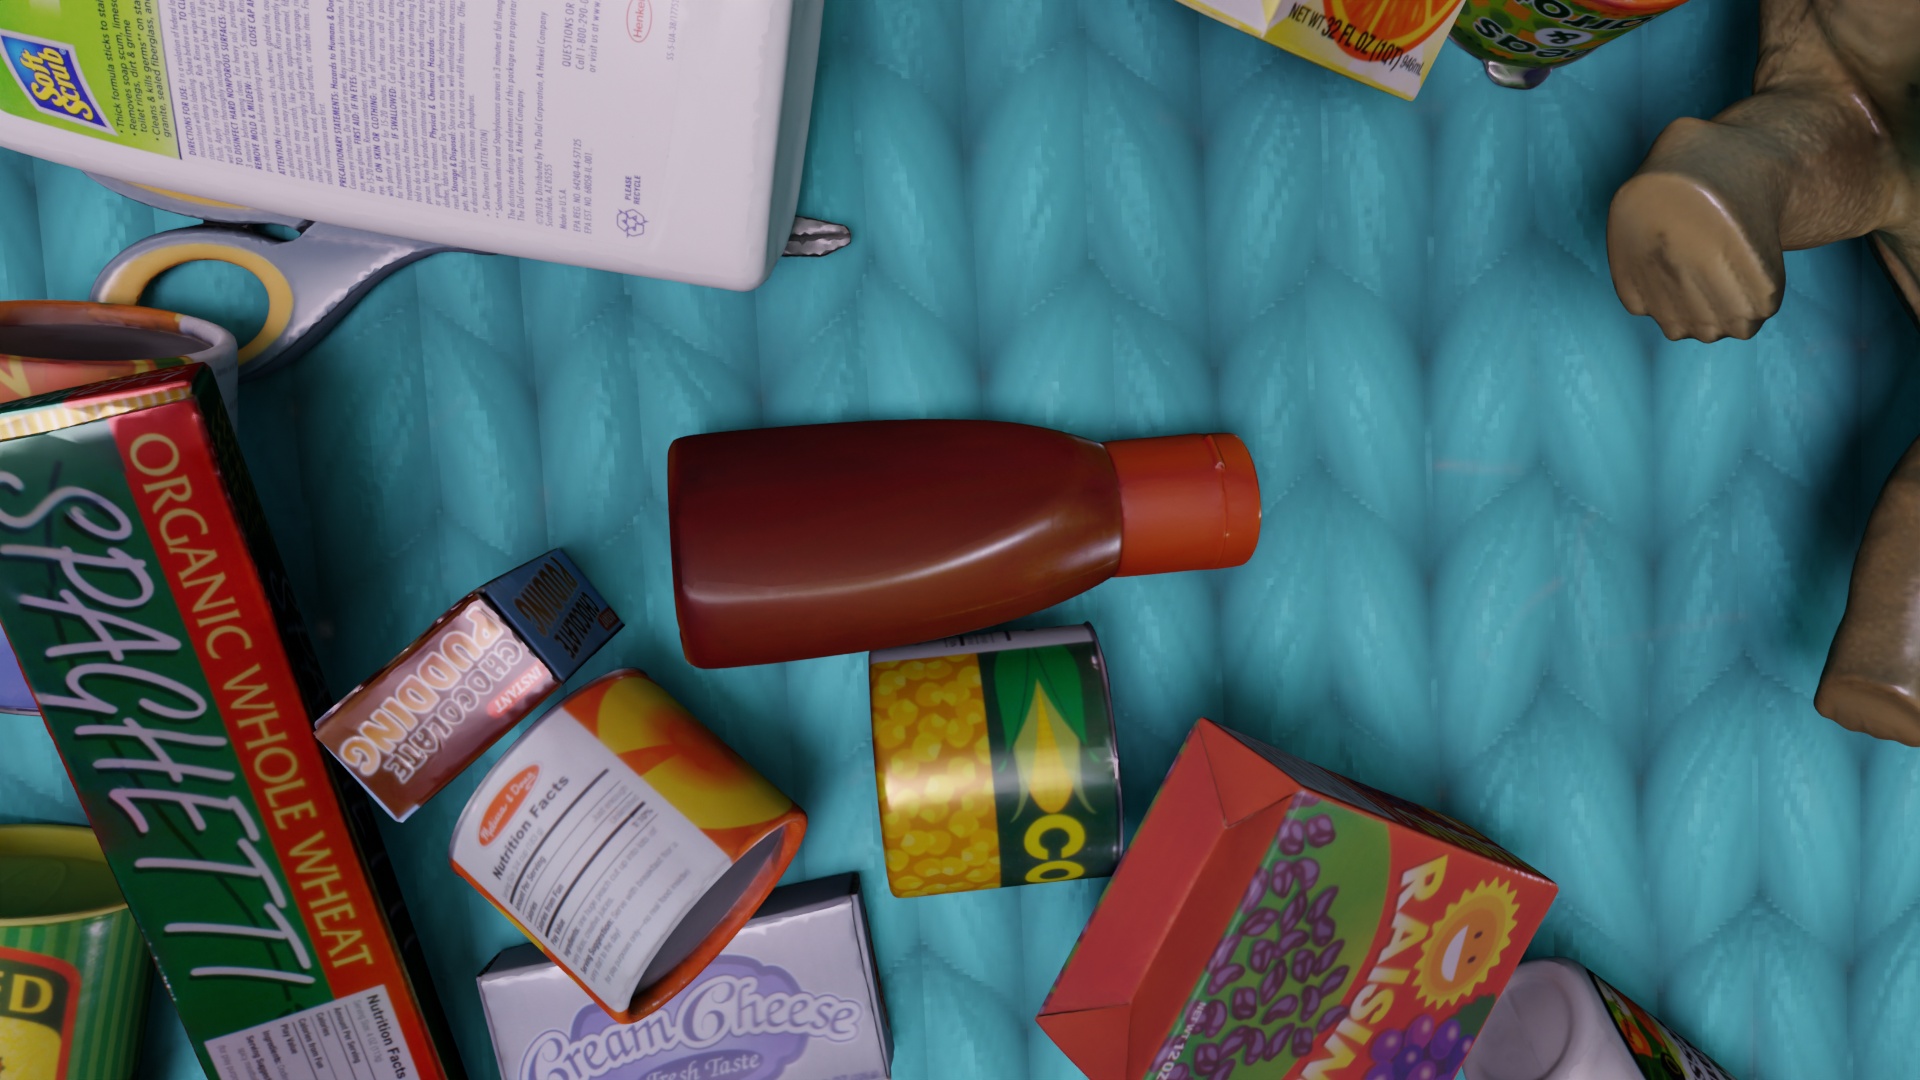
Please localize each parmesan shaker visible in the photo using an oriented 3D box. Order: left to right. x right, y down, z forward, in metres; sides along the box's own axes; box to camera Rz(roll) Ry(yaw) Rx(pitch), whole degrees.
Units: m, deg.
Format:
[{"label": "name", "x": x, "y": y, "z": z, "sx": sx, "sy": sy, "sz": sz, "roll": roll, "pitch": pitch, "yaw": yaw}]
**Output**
[{"label": "parmesan shaker", "x": -0.240, "y": 0.132, "z": 0.350, "sx": 0.071, "sy": 0.071, "sz": 0.103, "roll": 10, "pitch": 94, "yaw": -4}]

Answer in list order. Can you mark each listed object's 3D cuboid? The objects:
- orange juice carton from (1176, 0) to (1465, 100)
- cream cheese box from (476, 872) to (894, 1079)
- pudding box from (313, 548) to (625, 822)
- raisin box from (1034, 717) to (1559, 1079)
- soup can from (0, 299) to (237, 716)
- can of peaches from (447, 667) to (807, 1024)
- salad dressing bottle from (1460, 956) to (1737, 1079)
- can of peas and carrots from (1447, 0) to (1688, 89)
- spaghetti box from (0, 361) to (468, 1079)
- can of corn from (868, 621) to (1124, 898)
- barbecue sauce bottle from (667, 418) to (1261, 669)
[{"label": "orange juice carton", "x": 0.101, "y": -0.205, "z": 0.298, "sx": 0.073, "sy": 0.072, "sz": 0.191, "roll": 42, "pitch": 119, "yaw": 35}, {"label": "cream cheese box", "x": -0.073, "y": 0.130, "z": 0.381, "sx": 0.104, "sy": 0.024, "sz": 0.053, "roll": -12, "pitch": 95, "yaw": -3}, {"label": "pudding box", "x": -0.116, "y": 0.032, "z": 0.340, "sx": 0.049, "sy": 0.084, "sz": 0.030, "roll": -40, "pitch": 97, "yaw": 0}, {"label": "raisin box", "x": 0.089, "y": 0.104, "z": 0.353, "sx": 0.123, "sy": 0.040, "sz": 0.086, "roll": 24, "pitch": 94, "yaw": -37}, {"label": "soup can", "x": -0.212, "y": -0.010, "z": 0.330, "sx": 0.071, "sy": 0.071, "sz": 0.083, "roll": 8, "pitch": 107, "yaw": -4}, {"label": "can of peaches", "x": -0.079, "y": 0.075, "z": 0.345, "sx": 0.058, "sy": 0.071, "sz": 0.071, "roll": 37, "pitch": 92, "yaw": 15}, {"label": "salad dressing bottle", "x": 0.208, "y": 0.171, "z": 0.387, "sx": 0.147, "sy": 0.064, "sz": 0.044, "roll": 35, "pitch": 111, "yaw": -14}, {"label": "can of peas and carrots", "x": 0.158, "y": -0.158, "z": 0.355, "sx": 0.071, "sy": 0.059, "sz": 0.071, "roll": 0, "pitch": 95, "yaw": -3}, {"label": "spaghetti box", "x": -0.163, "y": 0.081, "z": 0.328, "sx": 0.050, "sy": 0.029, "sz": 0.249, "roll": -15, "pitch": 114, "yaw": -16}, {"label": "can of corn", "x": 0.008, "y": 0.059, "z": 0.358, "sx": 0.058, "sy": 0.071, "sz": 0.071, "roll": -5, "pitch": 95, "yaw": -2}, {"label": "barbecue sauce bottle", "x": 0.001, "y": -0.005, "z": 0.359, "sx": 0.149, "sy": 0.065, "sz": 0.043, "roll": -6, "pitch": 137, "yaw": -9}]
